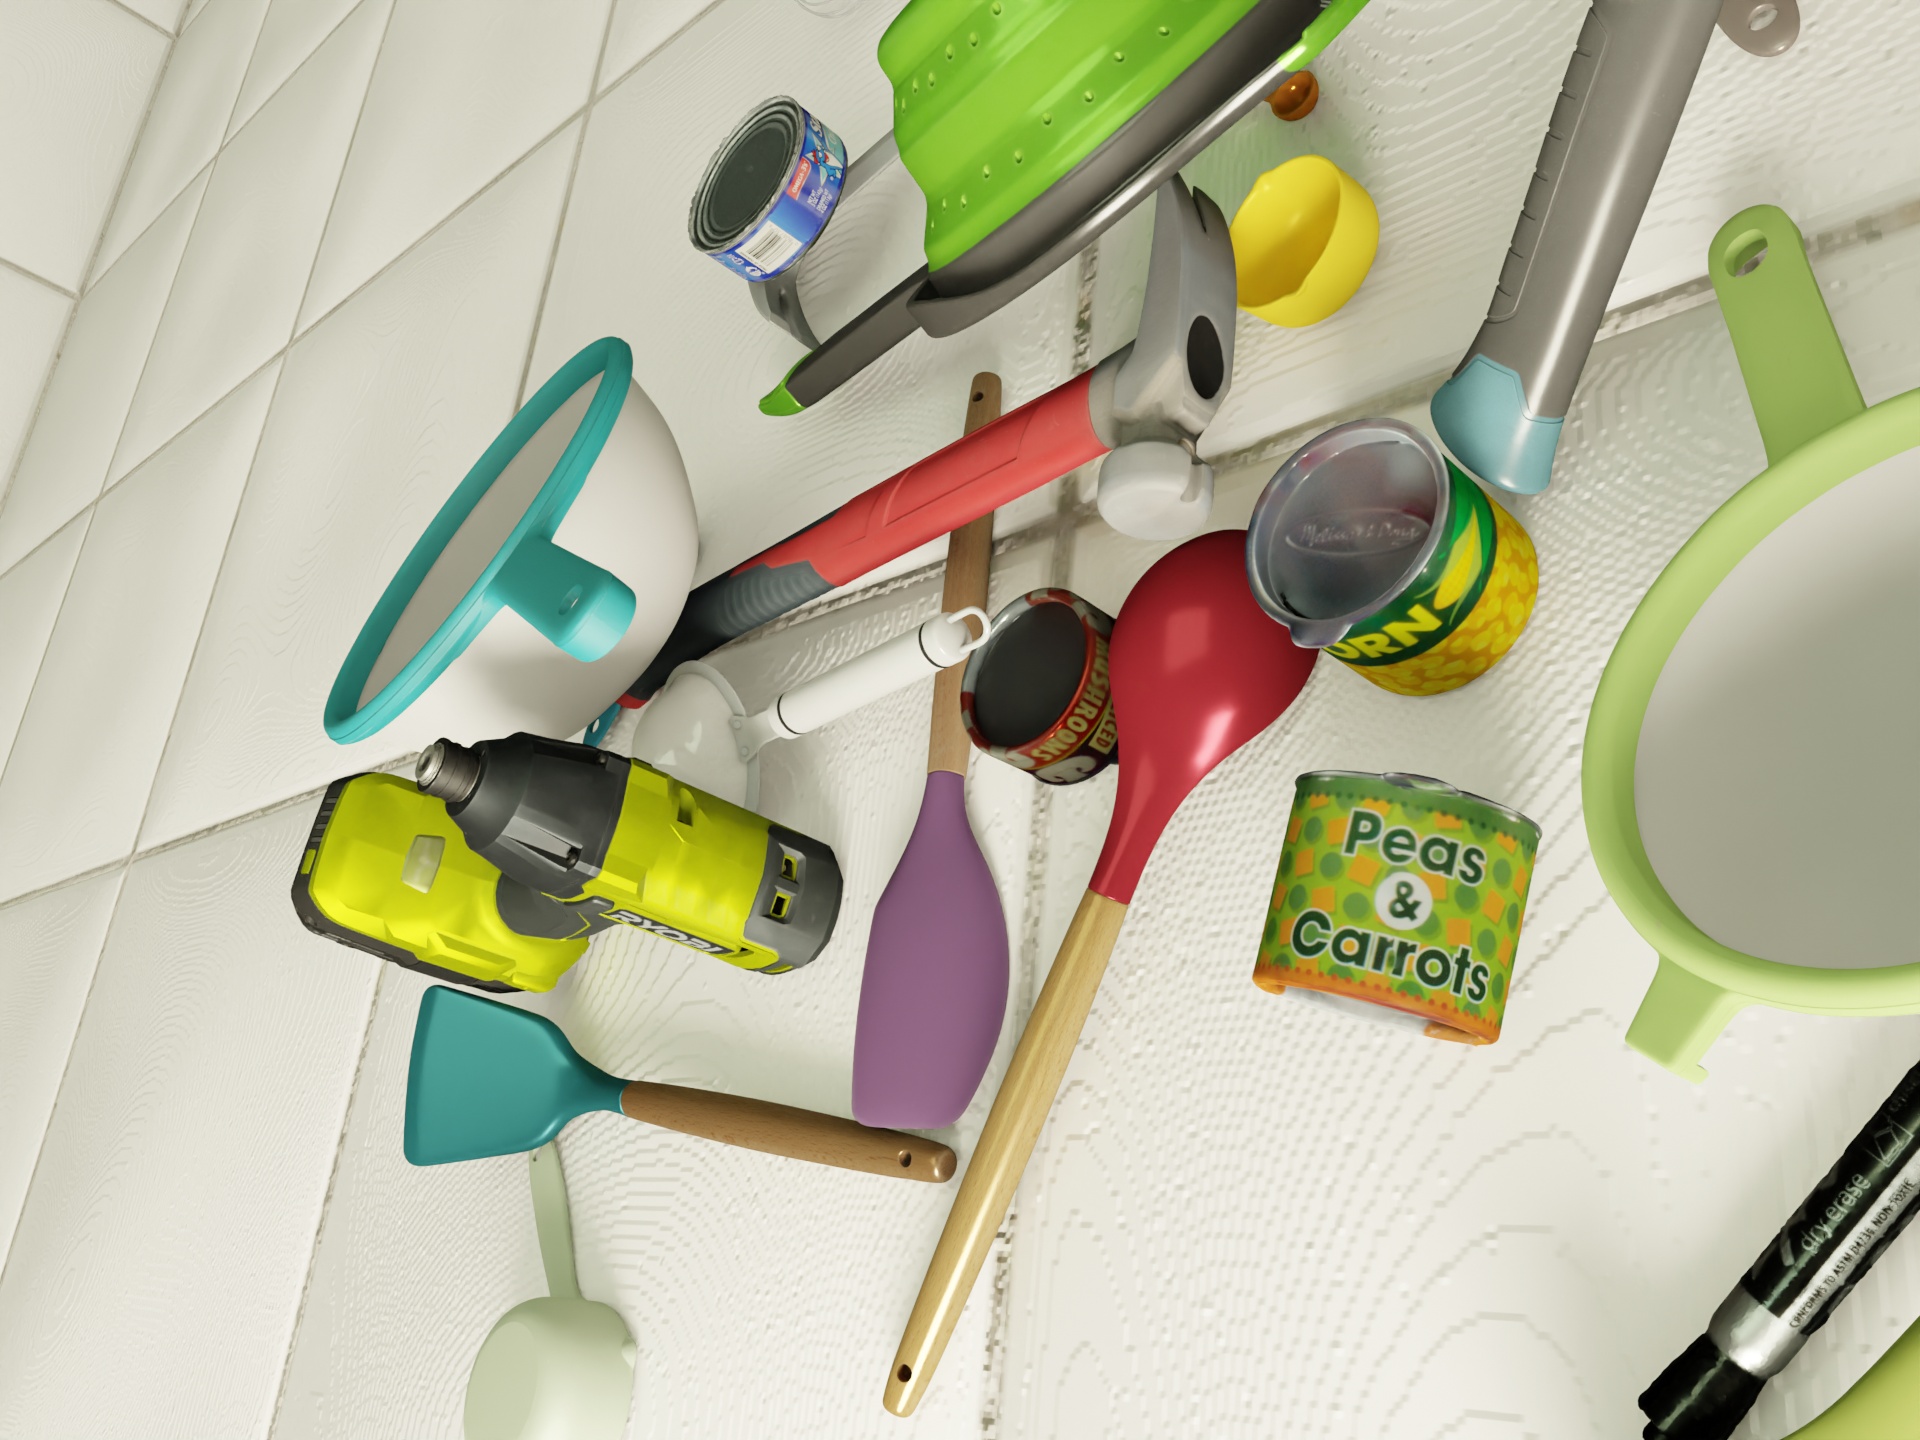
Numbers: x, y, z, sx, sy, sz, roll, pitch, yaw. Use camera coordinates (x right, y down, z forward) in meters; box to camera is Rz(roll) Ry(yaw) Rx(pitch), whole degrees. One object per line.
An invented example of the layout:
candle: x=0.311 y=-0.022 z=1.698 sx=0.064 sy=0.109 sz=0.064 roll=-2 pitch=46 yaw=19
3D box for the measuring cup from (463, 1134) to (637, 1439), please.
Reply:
measuring cup: x=-0.182 y=0.240 z=0.669 sx=0.083 sy=0.038 sz=0.168 roll=-45 pitch=43 yaw=22

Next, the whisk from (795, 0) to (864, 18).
whisk: x=0.002 y=-0.434 z=0.813 sx=0.285 sy=0.070 sz=0.070 roll=-4 pitch=67 yaw=41

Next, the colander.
colander: x=-0.006 y=-0.220 z=0.622 sx=0.397 sy=0.094 sz=0.204 roll=-18 pitch=29 yaw=55

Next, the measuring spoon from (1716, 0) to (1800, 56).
measuring spoon: x=0.230 y=-0.247 z=0.495 sx=0.034 sy=0.018 sz=0.124 roll=-33 pitch=46 yaw=31

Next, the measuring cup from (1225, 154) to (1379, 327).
measuring cup: x=0.093 y=-0.142 z=0.592 sx=0.156 sy=0.029 sz=0.062 roll=-42 pitch=44 yaw=41

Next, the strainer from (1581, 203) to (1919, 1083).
strainer: x=0.223 y=-0.034 z=0.373 sx=0.151 sy=0.069 sz=0.257 roll=-38 pitch=29 yaw=40

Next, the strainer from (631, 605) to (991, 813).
strainer: x=-0.076 y=-0.001 z=0.655 sx=0.258 sy=0.050 sz=0.087 roll=-23 pitch=81 yaw=45

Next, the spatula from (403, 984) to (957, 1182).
spatula: x=-0.126 y=0.159 z=0.645 sx=0.317 sy=0.044 sz=0.082 roll=-4 pitch=78 yaw=43

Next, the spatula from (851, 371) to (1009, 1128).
spatula: x=-0.001 y=-0.002 z=0.617 sx=0.060 sy=0.018 sz=0.316 roll=-6 pitch=64 yaw=24

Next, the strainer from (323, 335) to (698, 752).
strainer: x=-0.153 y=-0.045 z=0.646 sx=0.211 sy=0.095 sz=0.341 roll=-55 pitch=27 yaw=-5

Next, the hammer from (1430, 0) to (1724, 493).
hammer: x=0.187 y=-0.217 z=0.399 sx=0.128 sy=0.033 sz=0.330 roll=45 pitch=134 yaw=43

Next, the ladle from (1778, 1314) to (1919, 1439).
ladle: x=0.216 y=0.098 z=0.307 sx=0.078 sy=0.062 sz=0.320 roll=39 pitch=98 yaw=26

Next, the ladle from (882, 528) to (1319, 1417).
ladle: x=0.038 y=0.081 z=0.523 sx=0.069 sy=0.031 sz=0.315 roll=22 pitch=90 yaw=26

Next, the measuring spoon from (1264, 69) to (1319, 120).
measuring spoon: x=0.110 y=-0.261 z=0.642 sx=0.021 sy=0.011 sz=0.117 roll=-54 pitch=37 yaw=14

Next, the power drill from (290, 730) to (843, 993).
power drill: x=-0.180 y=0.059 z=0.663 sx=0.223 sy=0.171 sz=0.080 roll=-13 pitch=57 yaw=47

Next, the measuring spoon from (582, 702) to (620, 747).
measuring spoon: x=-0.173 y=-0.045 z=0.821 sx=0.042 sy=0.021 sz=0.128 roll=17 pitch=82 yaw=50

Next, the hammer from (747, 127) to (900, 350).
hammer: x=0.038 y=-0.317 z=0.726 sx=0.405 sy=0.035 sz=0.144 roll=-29 pitch=51 yaw=35

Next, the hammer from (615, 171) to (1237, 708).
hammer: x=-0.044 y=-0.089 z=0.670 sx=0.386 sy=0.038 sz=0.143 roll=-20 pitch=53 yaw=46
